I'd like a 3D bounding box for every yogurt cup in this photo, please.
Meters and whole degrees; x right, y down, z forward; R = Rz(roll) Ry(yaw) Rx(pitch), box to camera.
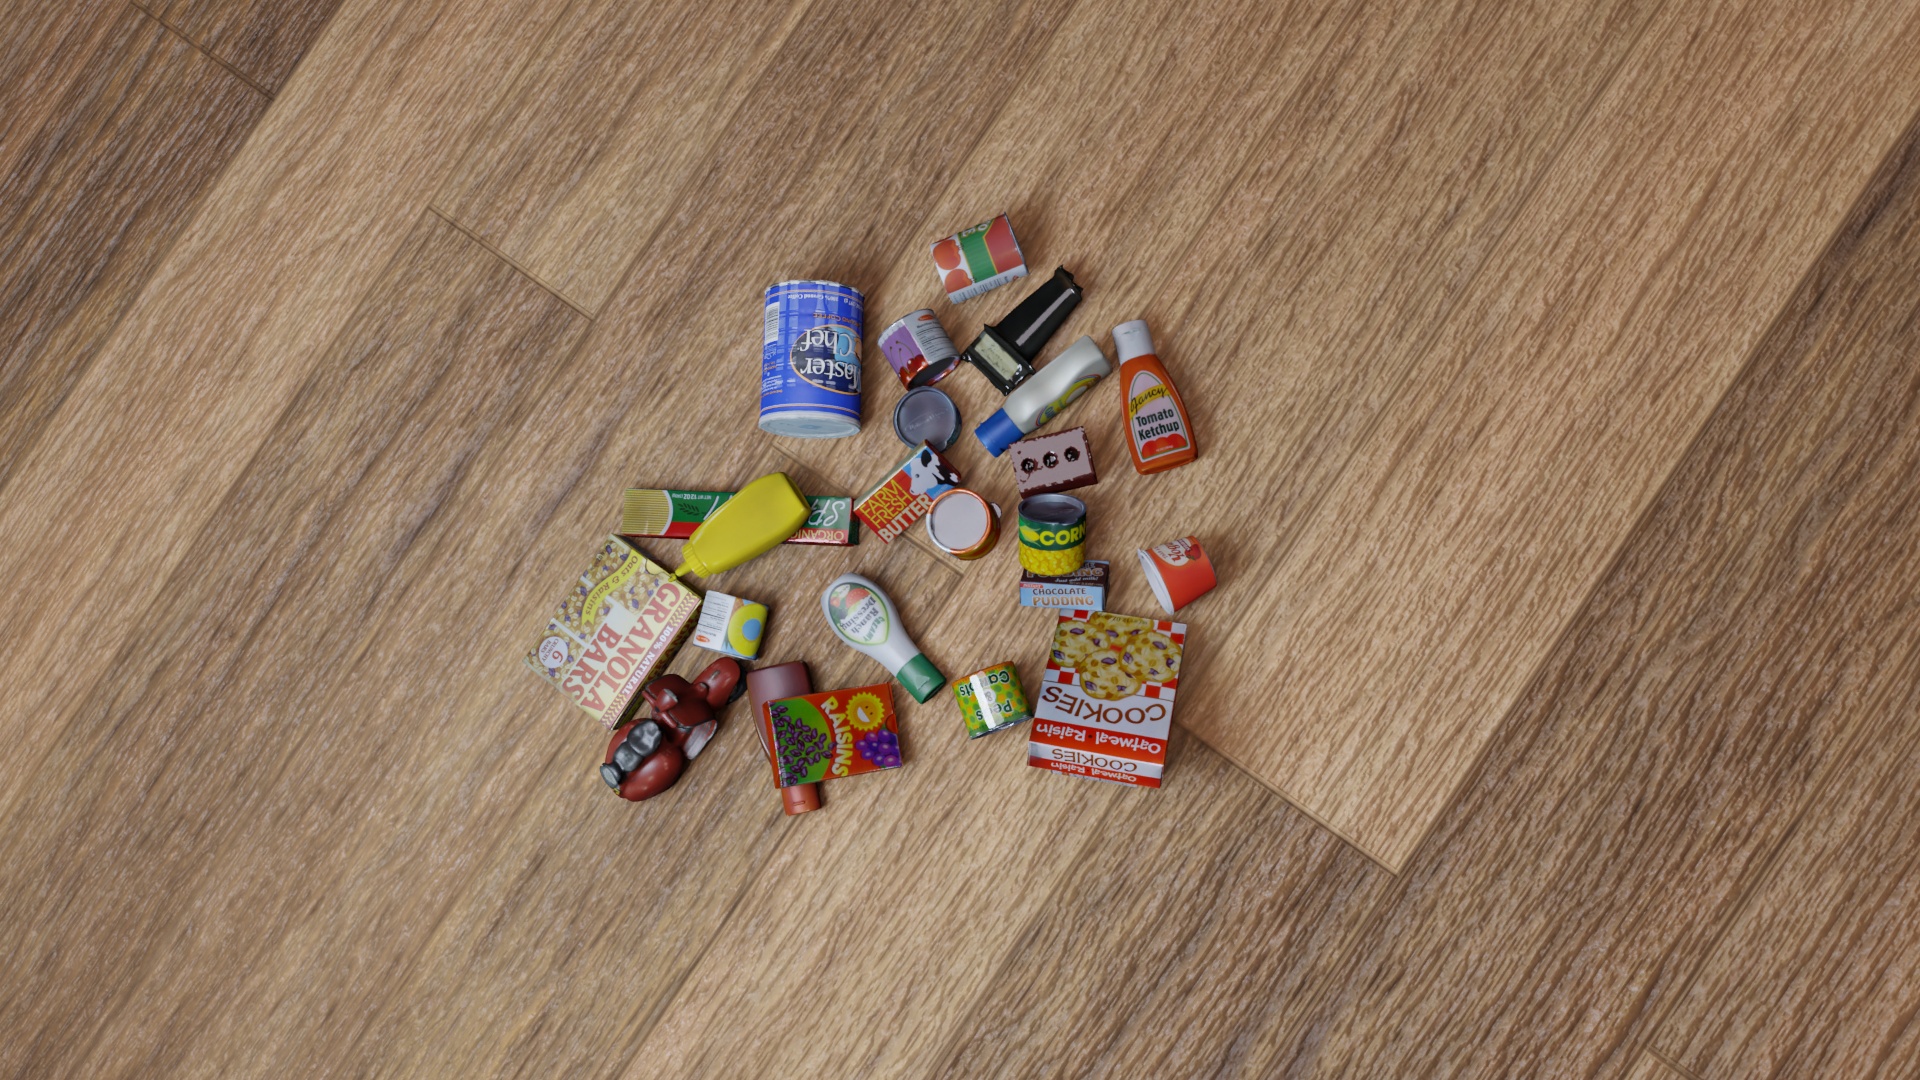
[{"bbox_3d":[0.210,0.030,1.331,0.054,0.072,0.072,-25,79,-2],"label":"yogurt cup"}]

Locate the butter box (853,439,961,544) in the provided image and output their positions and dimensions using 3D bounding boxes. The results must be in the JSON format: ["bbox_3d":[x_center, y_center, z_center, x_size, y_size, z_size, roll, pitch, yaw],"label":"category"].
[{"bbox_3d":[-0.054,-0.049,1.390,0.103,0.024,0.053,-41,108,14],"label":"butter box"}]

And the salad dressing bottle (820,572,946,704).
[{"bbox_3d":[-0.075,0.098,1.383,0.064,0.044,0.148,-44,77,1],"label":"salad dressing bottle"}]

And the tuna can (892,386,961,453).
[{"bbox_3d":[-0.032,-0.119,1.410,0.071,0.033,0.071,-1,82,10],"label":"tuna can"}]

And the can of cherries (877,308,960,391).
[{"bbox_3d":[-0.042,-0.191,1.408,0.071,0.071,0.058,-32,79,5],"label":"can of cherries"}]

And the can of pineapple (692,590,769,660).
[{"bbox_3d":[-0.230,0.086,1.403,0.071,0.071,0.058,14,85,12],"label":"can of pineapple"}]

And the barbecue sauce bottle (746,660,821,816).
[{"bbox_3d":[-0.170,0.198,1.386,0.065,0.043,0.148,-12,81,1],"label":"barbecue sauce bottle"}]

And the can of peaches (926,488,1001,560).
[{"bbox_3d":[0.005,-0.017,1.377,0.071,0.058,0.071,-1,82,11],"label":"can of peaches"}]

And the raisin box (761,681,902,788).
[{"bbox_3d":[-0.125,0.189,1.355,0.124,0.040,0.086,-7,79,-19],"label":"raisin box"}]

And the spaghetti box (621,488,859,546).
[{"bbox_3d":[-0.228,-0.024,1.435,0.250,0.028,0.050,2,84,11],"label":"spaghetti box"}]

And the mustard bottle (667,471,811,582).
[{"bbox_3d":[-0.228,-0.005,1.392,0.160,0.049,0.065,-33,80,6],"label":"mustard bottle"}]

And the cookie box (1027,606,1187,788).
[{"bbox_3d":[0.139,0.144,1.295,0.123,0.040,0.168,8,47,11],"label":"cookie box"}]

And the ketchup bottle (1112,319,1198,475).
[{"bbox_3d":[0.185,-0.142,1.369,0.065,0.043,0.149,-16,79,8],"label":"ketchup bottle"}]

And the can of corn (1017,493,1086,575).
[{"bbox_3d":[0.090,-0.005,1.344,0.071,0.071,0.058,4,117,11],"label":"can of corn"}]

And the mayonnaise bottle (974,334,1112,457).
[{"bbox_3d":[0.082,-0.141,1.380,0.148,0.064,0.041,-39,73,7],"label":"mayonnaise bottle"}]

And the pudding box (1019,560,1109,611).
[{"bbox_3d":[0.102,0.042,1.353,0.084,0.050,0.030,4,120,11],"label":"pudding box"}]

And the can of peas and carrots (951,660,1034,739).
[{"bbox_3d":[0.030,0.154,1.342,0.071,0.071,0.059,-22,79,7],"label":"can of peas and carrots"}]

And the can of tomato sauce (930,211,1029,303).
[{"bbox_3d":[0.019,-0.287,1.408,0.083,0.071,0.071,-21,79,8],"label":"can of tomato sauce"}]

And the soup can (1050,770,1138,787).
[{"bbox_3d":[0.133,0.193,1.321,0.084,0.071,0.071,8,84,11],"label":"soup can"}]

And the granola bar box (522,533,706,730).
[{"bbox_3d":[-0.355,0.094,1.437,0.124,0.039,0.165,34,90,13],"label":"granola bar box"}]
